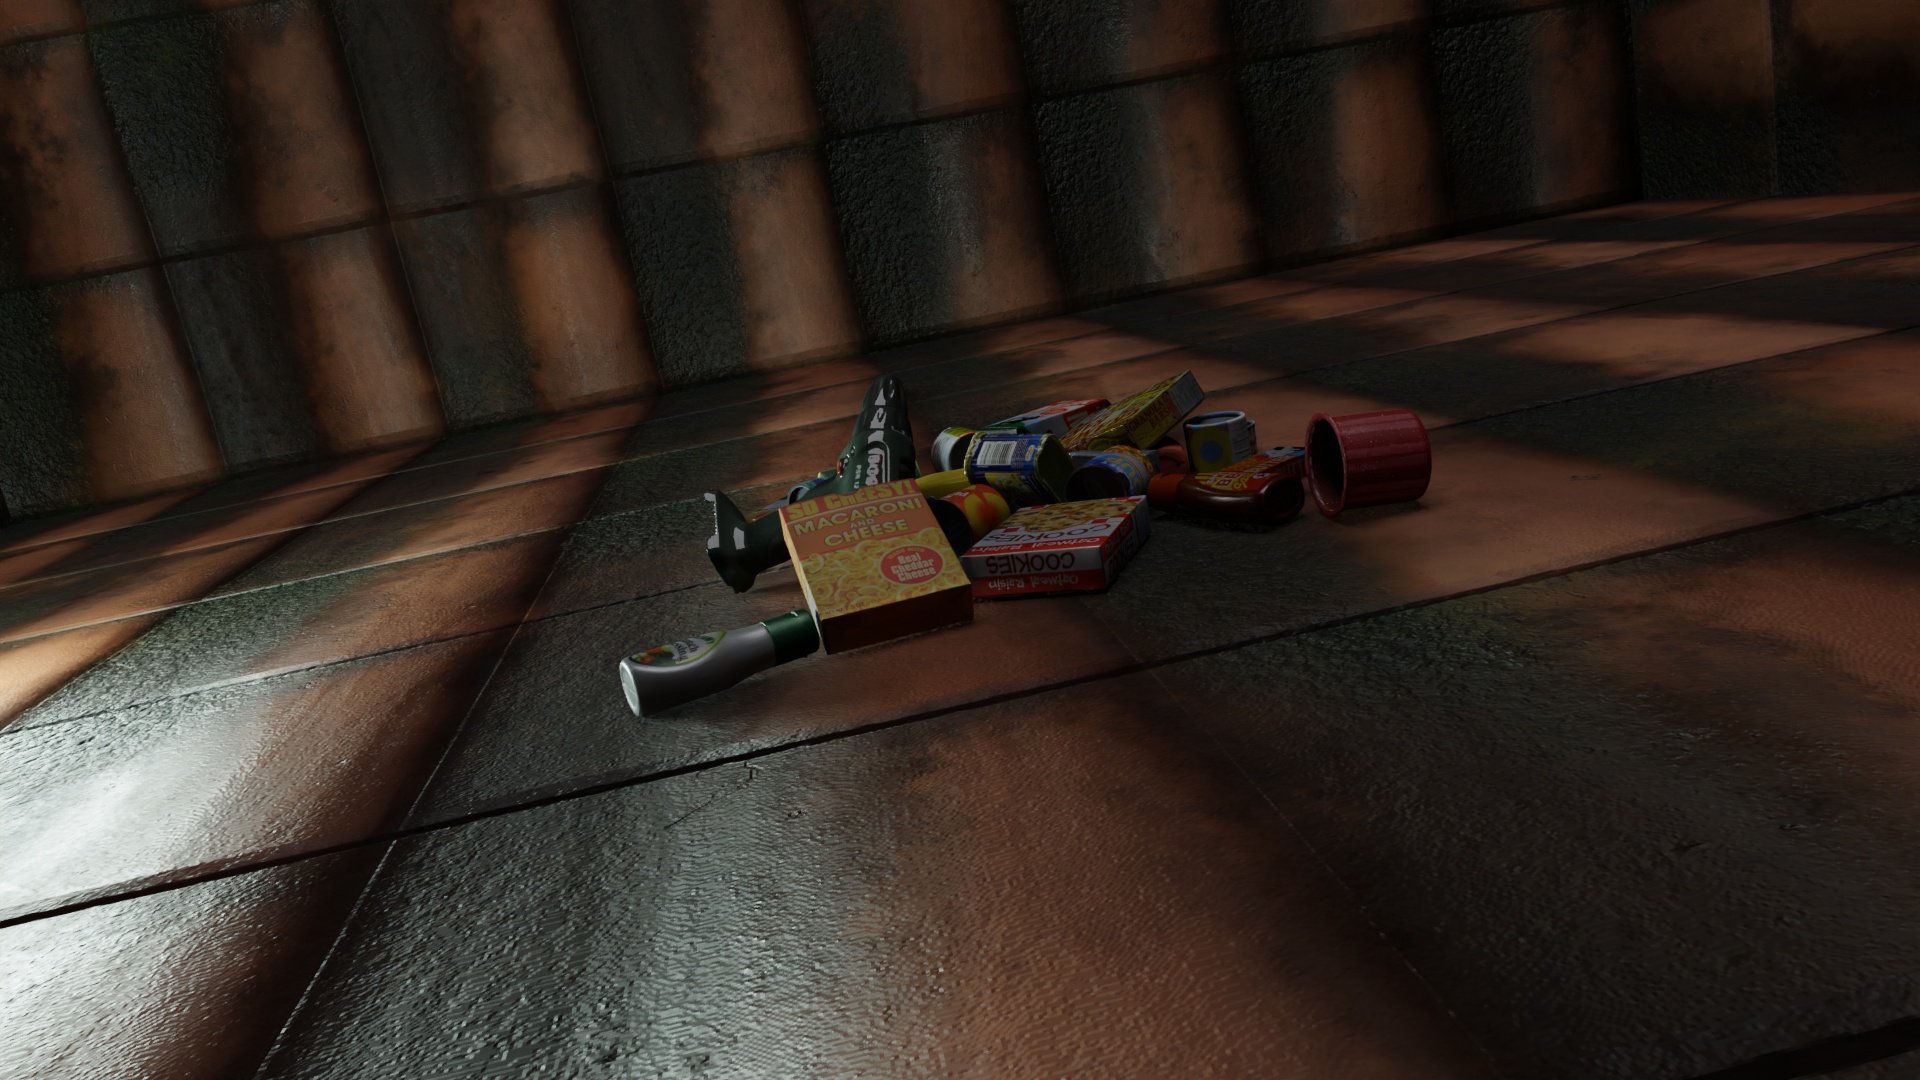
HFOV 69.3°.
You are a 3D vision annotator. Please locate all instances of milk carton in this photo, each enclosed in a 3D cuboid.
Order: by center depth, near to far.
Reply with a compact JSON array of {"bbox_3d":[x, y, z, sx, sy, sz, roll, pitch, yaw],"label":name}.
[{"bbox_3d":[0.114,-0.117,1.601,0.191,0.073,0.072,-22,16,-39],"label":"milk carton"}]

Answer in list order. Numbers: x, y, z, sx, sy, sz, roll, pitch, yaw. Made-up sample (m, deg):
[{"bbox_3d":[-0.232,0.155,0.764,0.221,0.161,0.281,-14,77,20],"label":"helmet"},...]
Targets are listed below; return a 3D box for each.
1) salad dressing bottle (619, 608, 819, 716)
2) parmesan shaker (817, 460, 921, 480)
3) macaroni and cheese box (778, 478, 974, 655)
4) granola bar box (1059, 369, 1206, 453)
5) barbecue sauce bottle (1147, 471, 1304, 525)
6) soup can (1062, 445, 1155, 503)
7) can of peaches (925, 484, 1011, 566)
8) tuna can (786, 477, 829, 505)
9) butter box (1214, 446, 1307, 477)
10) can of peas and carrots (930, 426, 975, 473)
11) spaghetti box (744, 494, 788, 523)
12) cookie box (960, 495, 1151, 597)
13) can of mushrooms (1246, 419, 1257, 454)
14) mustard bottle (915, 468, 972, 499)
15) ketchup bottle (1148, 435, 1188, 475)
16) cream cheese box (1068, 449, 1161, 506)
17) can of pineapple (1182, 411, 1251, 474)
[{"bbox_3d":[-0.181,0.090,1.056,0.148,0.044,0.064,-17,16,-26],"label":"salad dressing bottle"},{"bbox_3d":[-0.099,-0.053,1.535,0.103,0.071,0.071,-16,14,-16],"label":"parmesan shaker"},{"bbox_3d":[-0.072,0.016,1.153,0.124,0.040,0.167,-13,37,-12],"label":"macaroni and cheese box"},{"bbox_3d":[0.166,-0.115,1.484,0.125,0.039,0.165,-39,10,-35],"label":"granola bar box"},{"bbox_3d":[0.236,-0.040,1.264,0.065,0.043,0.148,-22,17,-36],"label":"barbecue sauce bottle"},{"bbox_3d":[0.145,-0.052,1.326,0.071,0.071,0.084,-4,15,28],"label":"soup can"},{"bbox_3d":[0.005,-0.016,1.286,0.071,0.071,0.058,2,17,43],"label":"can of peaches"},{"bbox_3d":[-0.150,-0.032,1.480,0.033,0.071,0.071,-22,17,-41],"label":"tuna can"},{"bbox_3d":[0.303,-0.069,1.368,0.104,0.024,0.053,-21,16,-37],"label":"butter box"},{"bbox_3d":[0.008,-0.098,1.625,0.071,0.070,0.059,-15,15,-17],"label":"can of peas and carrots"},{"bbox_3d":[-0.178,-0.043,1.620,0.050,0.028,0.251,-4,15,27],"label":"spaghetti box"},{"bbox_3d":[0.087,0.005,1.206,0.123,0.040,0.168,-5,14,22],"label":"cookie box"},{"bbox_3d":[0.291,-0.109,1.520,0.071,0.033,0.071,-10,13,2],"label":"can of mushrooms"},{"bbox_3d":[0.030,-0.056,1.471,0.160,0.048,0.065,-10,13,2],"label":"mustard bottle"},{"bbox_3d":[0.206,-0.089,1.479,0.065,0.043,0.149,-17,12,9],"label":"ketchup bottle"},{"bbox_3d":[0.155,-0.064,1.399,0.104,0.053,0.024,4,18,45],"label":"cream cheese box"},{"bbox_3d":[0.267,-0.100,1.449,0.071,0.057,0.071,-10,14,3],"label":"can of pineapple"}]
